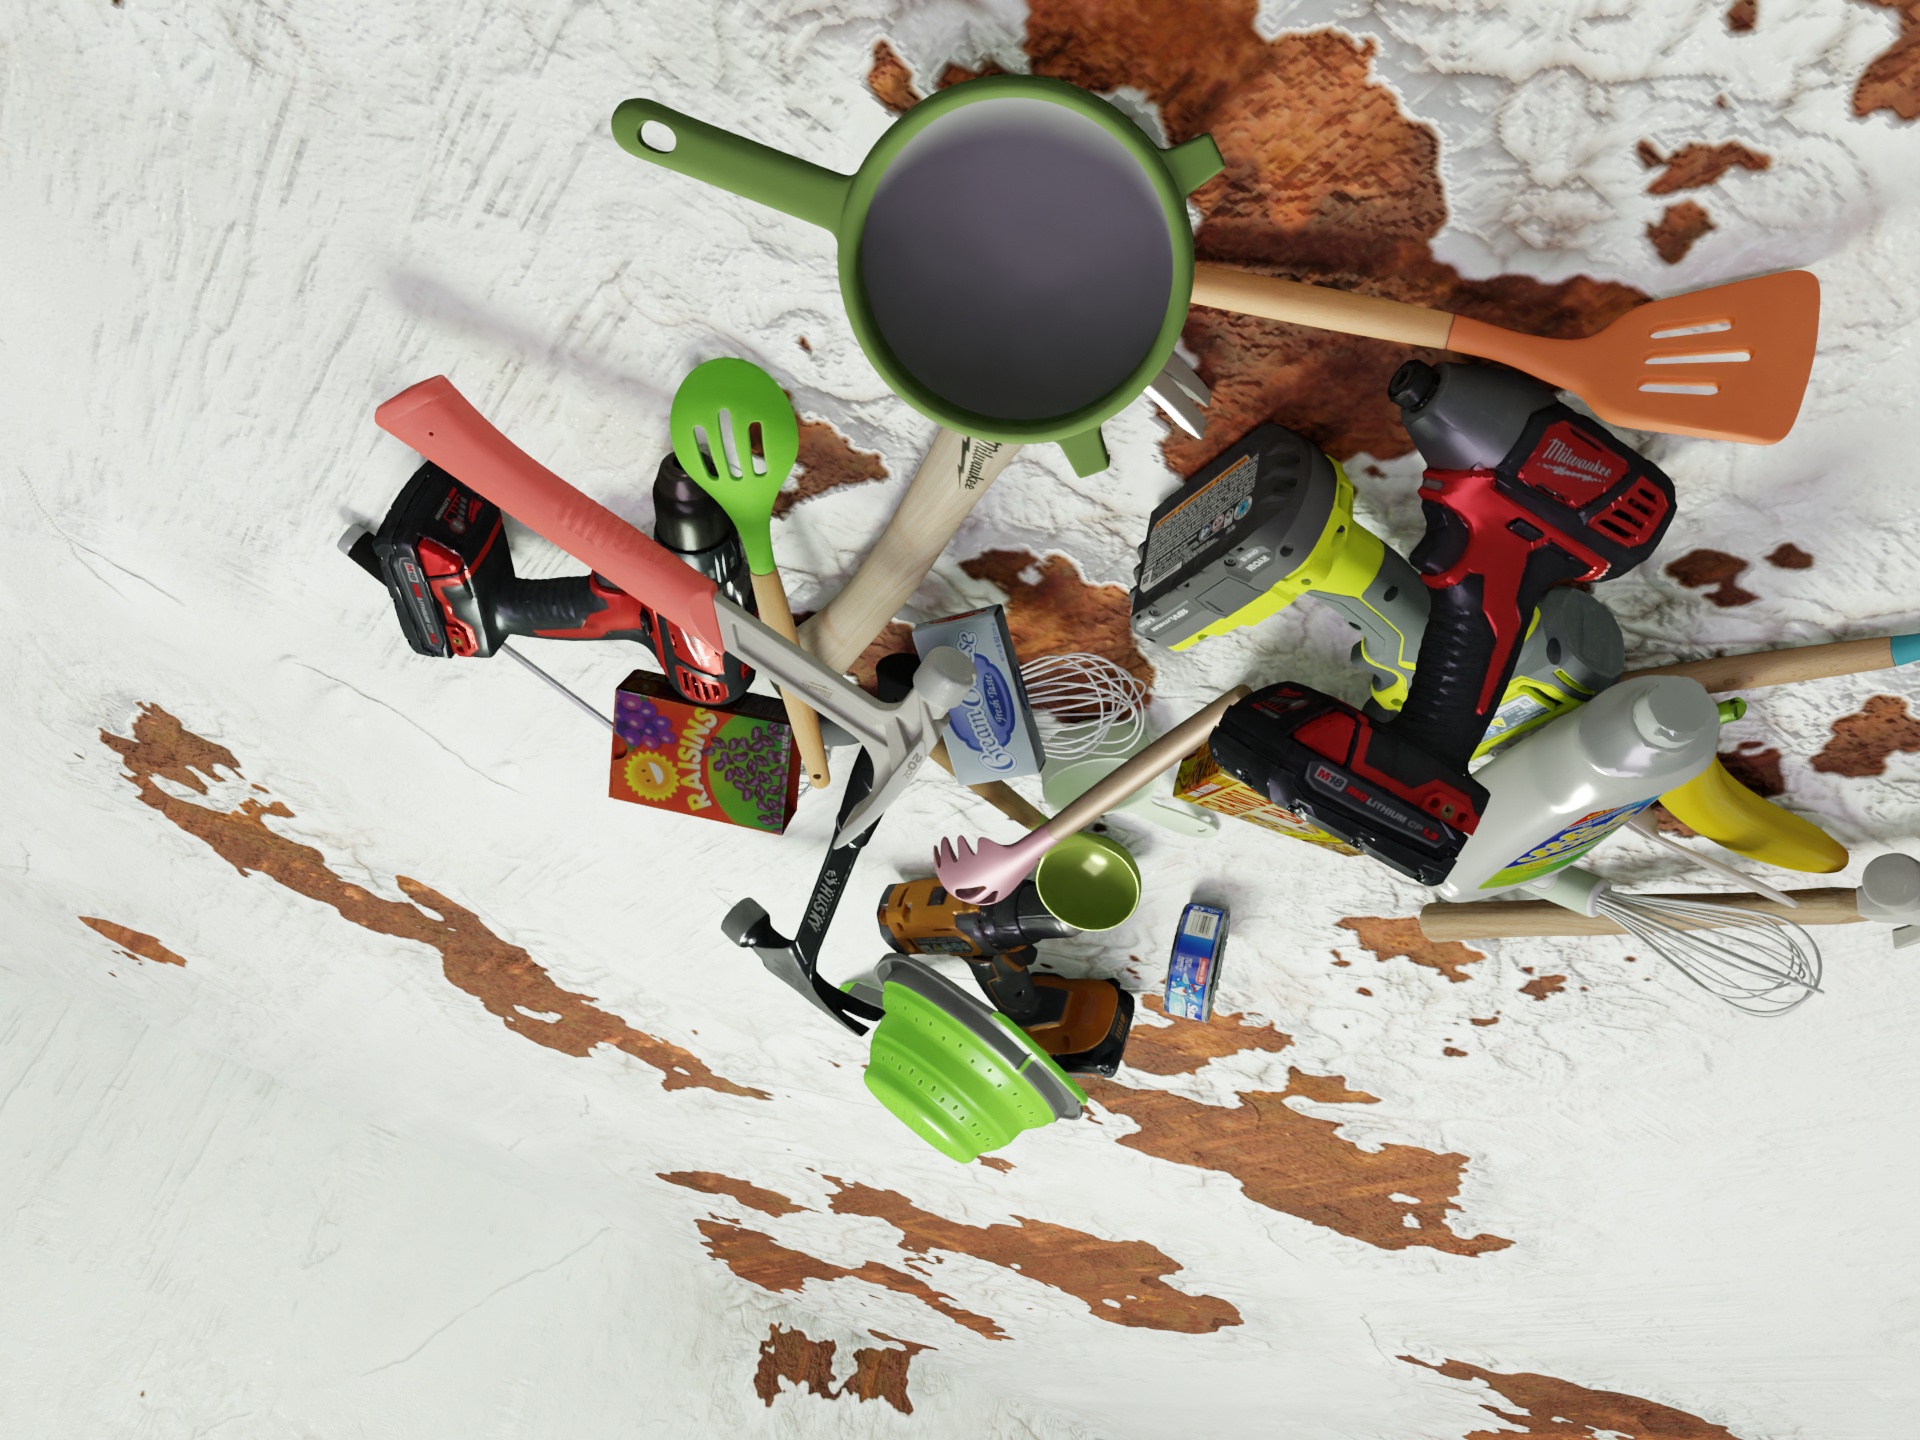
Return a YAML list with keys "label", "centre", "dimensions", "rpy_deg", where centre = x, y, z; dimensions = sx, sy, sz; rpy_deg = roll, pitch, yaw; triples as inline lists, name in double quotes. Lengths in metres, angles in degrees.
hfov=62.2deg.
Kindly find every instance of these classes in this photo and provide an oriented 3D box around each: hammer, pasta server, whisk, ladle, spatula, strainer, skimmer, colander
- label: "hammer"
  centre: [-0.077, 0.090, 1.117]
  dimensions: [0.149, 0.036, 0.408]
  rpy_deg: [40, 142, 12]
- label: "hammer"
  centre: [-0.018, -0.100, 0.909]
  dimensions: [0.146, 0.038, 0.410]
  rpy_deg: [25, 148, -13]
- label: "pasta server"
  centre: [0.073, 0.049, 0.961]
  dimensions: [0.060, 0.040, 0.316]
  rpy_deg: [22, 144, -22]
- label: "whisk"
  centre: [-0.001, -0.002, 1.034]
  dimensions: [0.285, 0.070, 0.070]
  rpy_deg: [-5, 141, 40]
- label: "ladle"
  centre: [0.036, 0.068, 1.057]
  dimensions: [0.078, 0.062, 0.319]
  rpy_deg: [-14, 151, 24]
- label: "whisk"
  centre: [0.383, 0.108, 0.938]
  dimensions: [0.059, 0.058, 0.246]
  rpy_deg: [18, -175, -44]
- label: "spatula"
  centre: [0.437, -0.021, 0.793]
  dimensions: [0.317, 0.044, 0.082]
  rpy_deg: [-9, 158, 39]
- label: "strainer"
  centre: [-0.022, -0.219, 0.688]
  dimensions: [0.256, 0.069, 0.151]
  rpy_deg: [21, 120, 3]
- label: "spatula"
  centre: [0.186, -0.177, 0.680]
  dimensions: [0.323, 0.081, 0.041]
  rpy_deg: [15, 165, 15]
- label: "hammer"
  centre: [-0.173, -0.072, 0.906]
  dimensions: [0.359, 0.037, 0.149]
  rpy_deg: [34, 124, -5]
- label: "hammer"
  centre: [0.440, 0.119, 0.988]
  dimensions: [0.130, 0.031, 0.331]
  rpy_deg: [18, 161, -39]
- label: "skimmer"
  centre: [-0.261, -0.042, 1.127]
  dimensions: [0.363, 0.090, 0.127]
  rpy_deg: [37, 155, -10]
- label: "colander"
  centre: [-0.044, 0.287, 1.346]
  dimensions: [0.204, 0.094, 0.397]
  rpy_deg: [46, 161, -17]

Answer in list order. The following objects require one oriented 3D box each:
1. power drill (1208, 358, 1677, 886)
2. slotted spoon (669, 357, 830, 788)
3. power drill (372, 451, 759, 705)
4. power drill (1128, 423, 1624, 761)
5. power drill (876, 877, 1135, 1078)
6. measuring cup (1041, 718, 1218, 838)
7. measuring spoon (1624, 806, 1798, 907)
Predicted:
- label: "power drill"
  centre: [0.214, -0.050, 0.724]
  dimensions: [0.143, 0.219, 0.079]
  rpy_deg: [28, -174, -17]
- label: "slotted spoon"
  centre: [-0.110, -0.071, 0.944]
  dimensions: [0.070, 0.031, 0.313]
  rpy_deg: [-5, 133, 5]
- label: "power drill"
  centre: [-0.237, -0.100, 0.984]
  dimensions: [0.226, 0.080, 0.187]
  rpy_deg: [10, 140, 6]
- label: "power drill"
  centre: [0.207, -0.048, 0.840]
  dimensions: [0.223, 0.080, 0.171]
  rpy_deg: [27, 146, -20]
- label: "power drill"
  centre: [0.062, 0.203, 1.294]
  dimensions: [0.185, 0.084, 0.226]
  rpy_deg: [-9, 134, 36]
- label: "measuring cup"
  centre: [0.120, 0.042, 1.064]
  dimensions: [0.083, 0.038, 0.167]
  rpy_deg: [-29, 144, 34]
- label: "measuring spoon"
  centre: [0.426, 0.073, 0.913]
  dimensions: [0.034, 0.018, 0.124]
  rpy_deg: [31, -177, -42]
